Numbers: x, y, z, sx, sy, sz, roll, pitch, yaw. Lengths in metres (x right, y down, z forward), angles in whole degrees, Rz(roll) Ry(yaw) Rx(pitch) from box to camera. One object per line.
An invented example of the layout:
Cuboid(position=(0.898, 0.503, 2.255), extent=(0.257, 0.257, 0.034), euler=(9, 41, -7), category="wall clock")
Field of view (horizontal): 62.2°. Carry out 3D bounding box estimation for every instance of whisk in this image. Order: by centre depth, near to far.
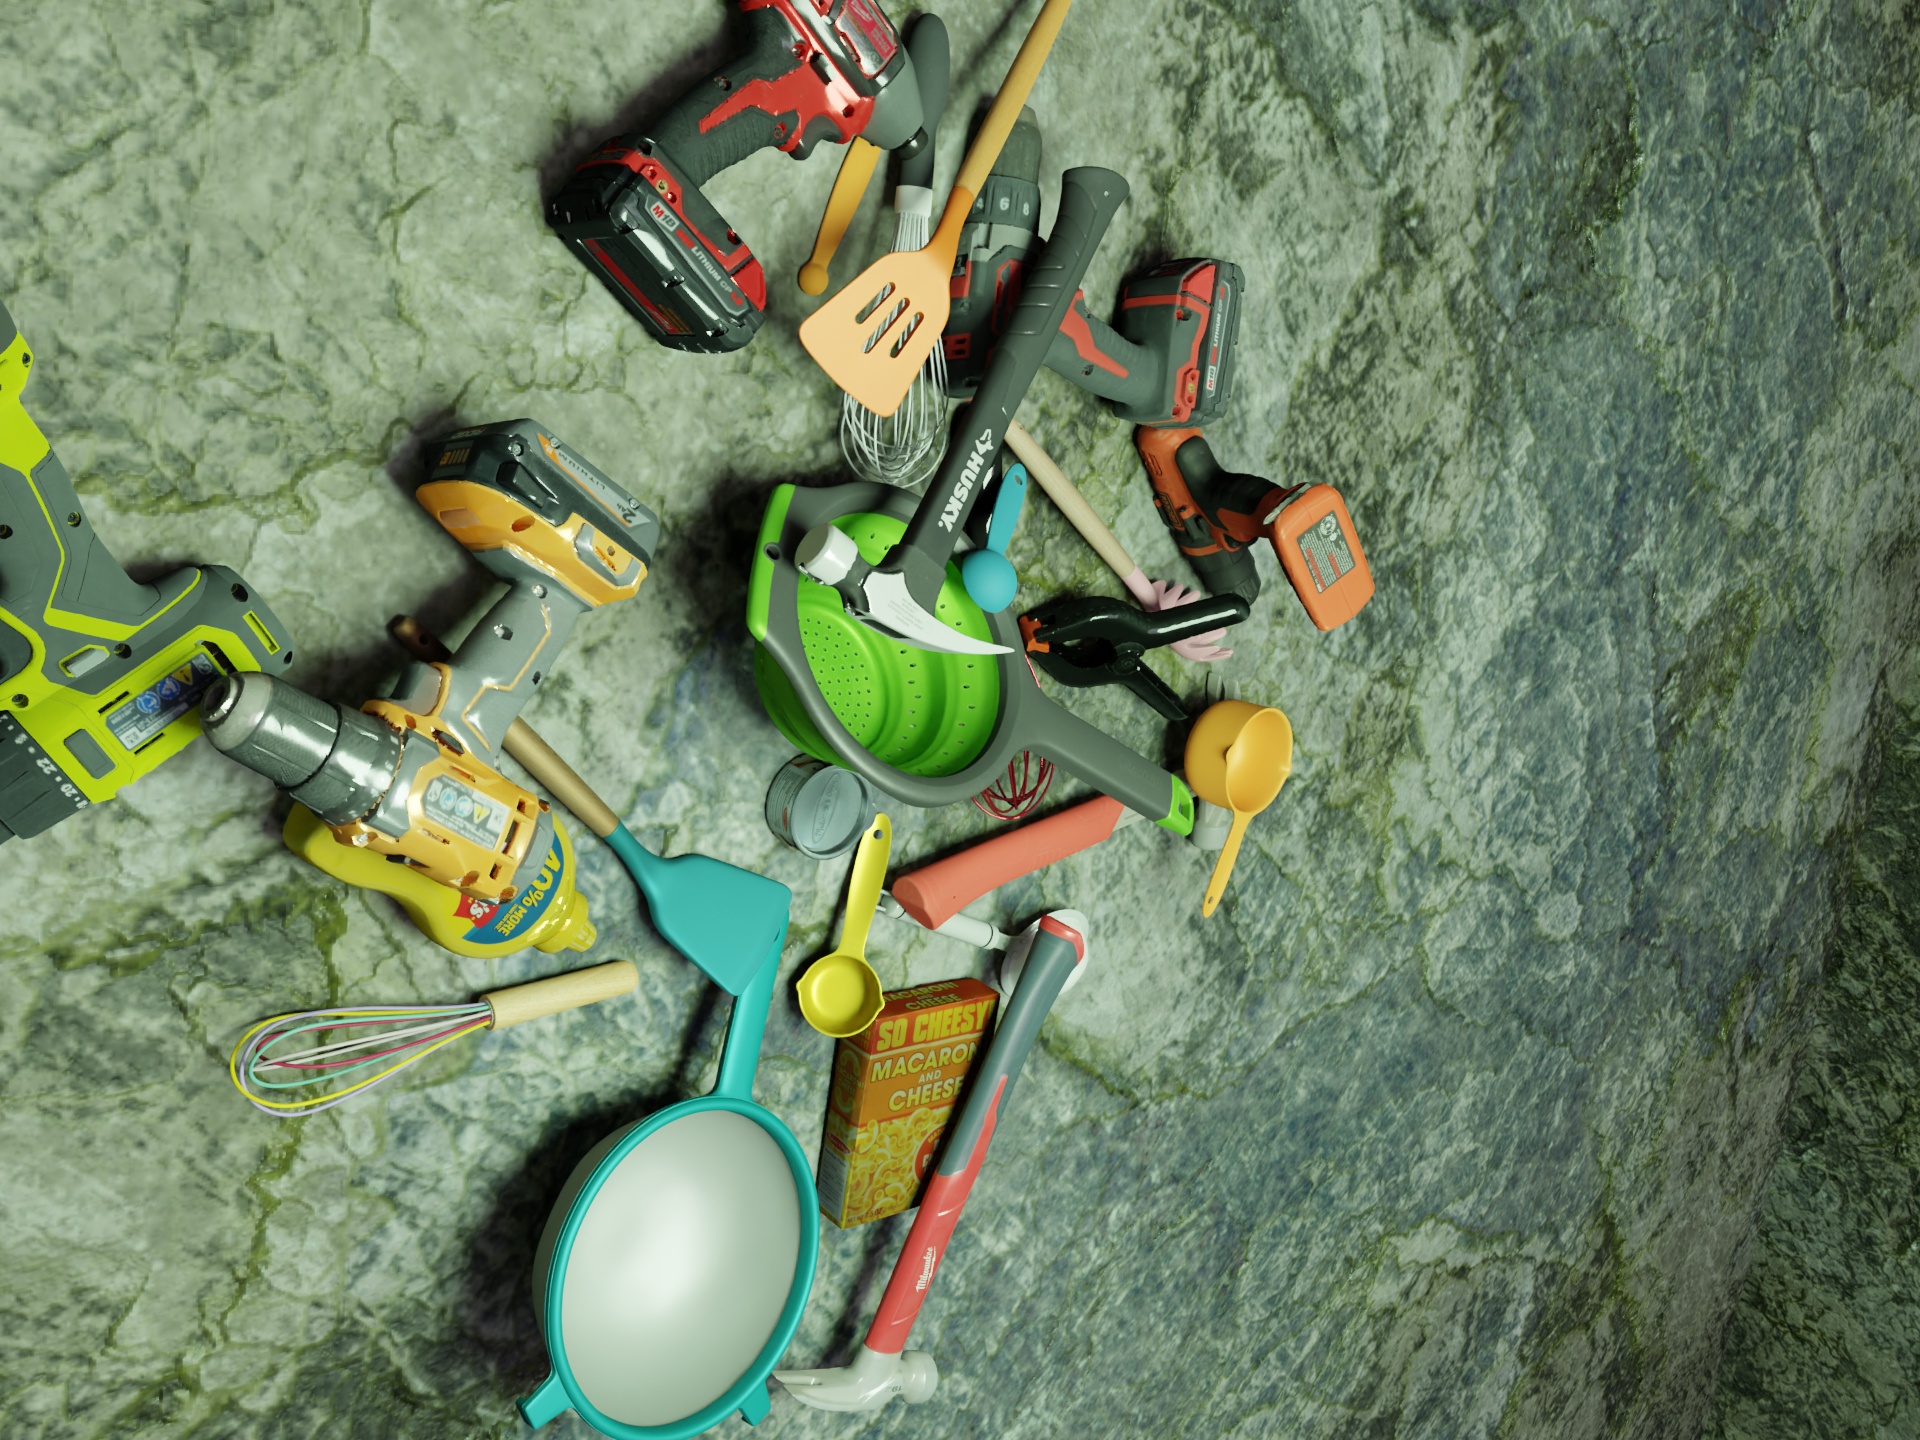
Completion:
Cuboid(position=(-0.294, 0.170, 0.917), extent=(0.245, 0.047, 0.051), euler=(-9, 123, -44), category="whisk")
Cuboid(position=(-0.033, -0.286, 0.979), extent=(0.070, 0.070, 0.284), euler=(-2, 101, -41), category="whisk")
Cuboid(position=(0.023, -0.070, 1.103), extent=(0.073, 0.073, 0.295), euler=(-18, 111, -36), category="whisk")

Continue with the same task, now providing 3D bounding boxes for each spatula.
Cuboid(position=(-0.215, 0.046, 0.938), extent=(0.317, 0.044, 0.082), euler=(52, 51, -38), category="spatula")
Cuboid(position=(0.004, -0.333, 0.957), extent=(0.081, 0.041, 0.323), euler=(39, 66, -37), category="spatula")

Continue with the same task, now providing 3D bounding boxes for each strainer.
Cuboid(position=(-0.183, 0.278, 1.029), extent=(0.210, 0.095, 0.340), euler=(26, 71, -45), category="strainer")
Cuboid(position=(0.025, 0.167, 1.200), extent=(0.258, 0.050, 0.087), euler=(25, 102, -40), category="strainer")

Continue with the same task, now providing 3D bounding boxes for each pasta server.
Cuboid(position=(0.115, -0.129, 1.158), extent=(0.040, 0.060, 0.315), euler=(-27, 139, 19), category="pasta server")

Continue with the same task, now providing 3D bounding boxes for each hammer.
Cuboid(position=(0.028, -0.195, 0.962), extent=(0.146, 0.035, 0.335), euler=(35, 72, -34), category="hammer")
Cuboid(position=(-0.010, 0.323, 1.166), extent=(0.143, 0.038, 0.386), euler=(21, 92, -43), category="hammer")
Cuboid(position=(0.094, 0.072, 1.214), extent=(0.359, 0.037, 0.149), euler=(-18, 116, -41), category="hammer")

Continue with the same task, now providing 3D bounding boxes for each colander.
Cuboid(position=(-0.002, -0.003, 1.033), extent=(0.396, 0.094, 0.205), euler=(30, 53, -35), category="colander")

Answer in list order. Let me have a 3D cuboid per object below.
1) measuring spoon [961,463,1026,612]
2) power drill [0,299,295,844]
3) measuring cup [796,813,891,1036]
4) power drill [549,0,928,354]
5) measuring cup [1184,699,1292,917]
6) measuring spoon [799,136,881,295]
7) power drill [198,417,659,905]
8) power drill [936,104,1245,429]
Cuboid(position=(0.032, -0.125, 1.032), extent=(0.042, 0.021, 0.129), euler=(39, 48, -29), category="measuring spoon")
Cuboid(position=(-0.431, -0.056, 0.689), extent=(0.190, 0.080, 0.228), euler=(-42, 131, -24), category="power drill")
Cuboid(position=(-0.072, 0.142, 1.109), extent=(0.062, 0.029, 0.156), euler=(13, 81, 0), category="measuring cup")
Cuboid(position=(-0.109, -0.315, 0.880), extent=(0.143, 0.079, 0.220), euler=(46, 71, -37), category="power drill")
Cuboid(position=(0.204, 0.067, 1.263), extent=(0.095, 0.052, 0.173), euler=(13, 97, -47), category="measuring cup")
Cuboid(position=(-0.069, -0.312, 0.963), extent=(0.021, 0.011, 0.117), euler=(23, 89, -44), category="measuring spoon")
Cuboid(position=(-0.260, -0.041, 0.798), extent=(0.185, 0.084, 0.226), euler=(39, 61, -46), category="power drill")
Cuboid(position=(0.085, -0.293, 1.064), extent=(0.226, 0.080, 0.188), euler=(3, 95, -38), category="power drill")
